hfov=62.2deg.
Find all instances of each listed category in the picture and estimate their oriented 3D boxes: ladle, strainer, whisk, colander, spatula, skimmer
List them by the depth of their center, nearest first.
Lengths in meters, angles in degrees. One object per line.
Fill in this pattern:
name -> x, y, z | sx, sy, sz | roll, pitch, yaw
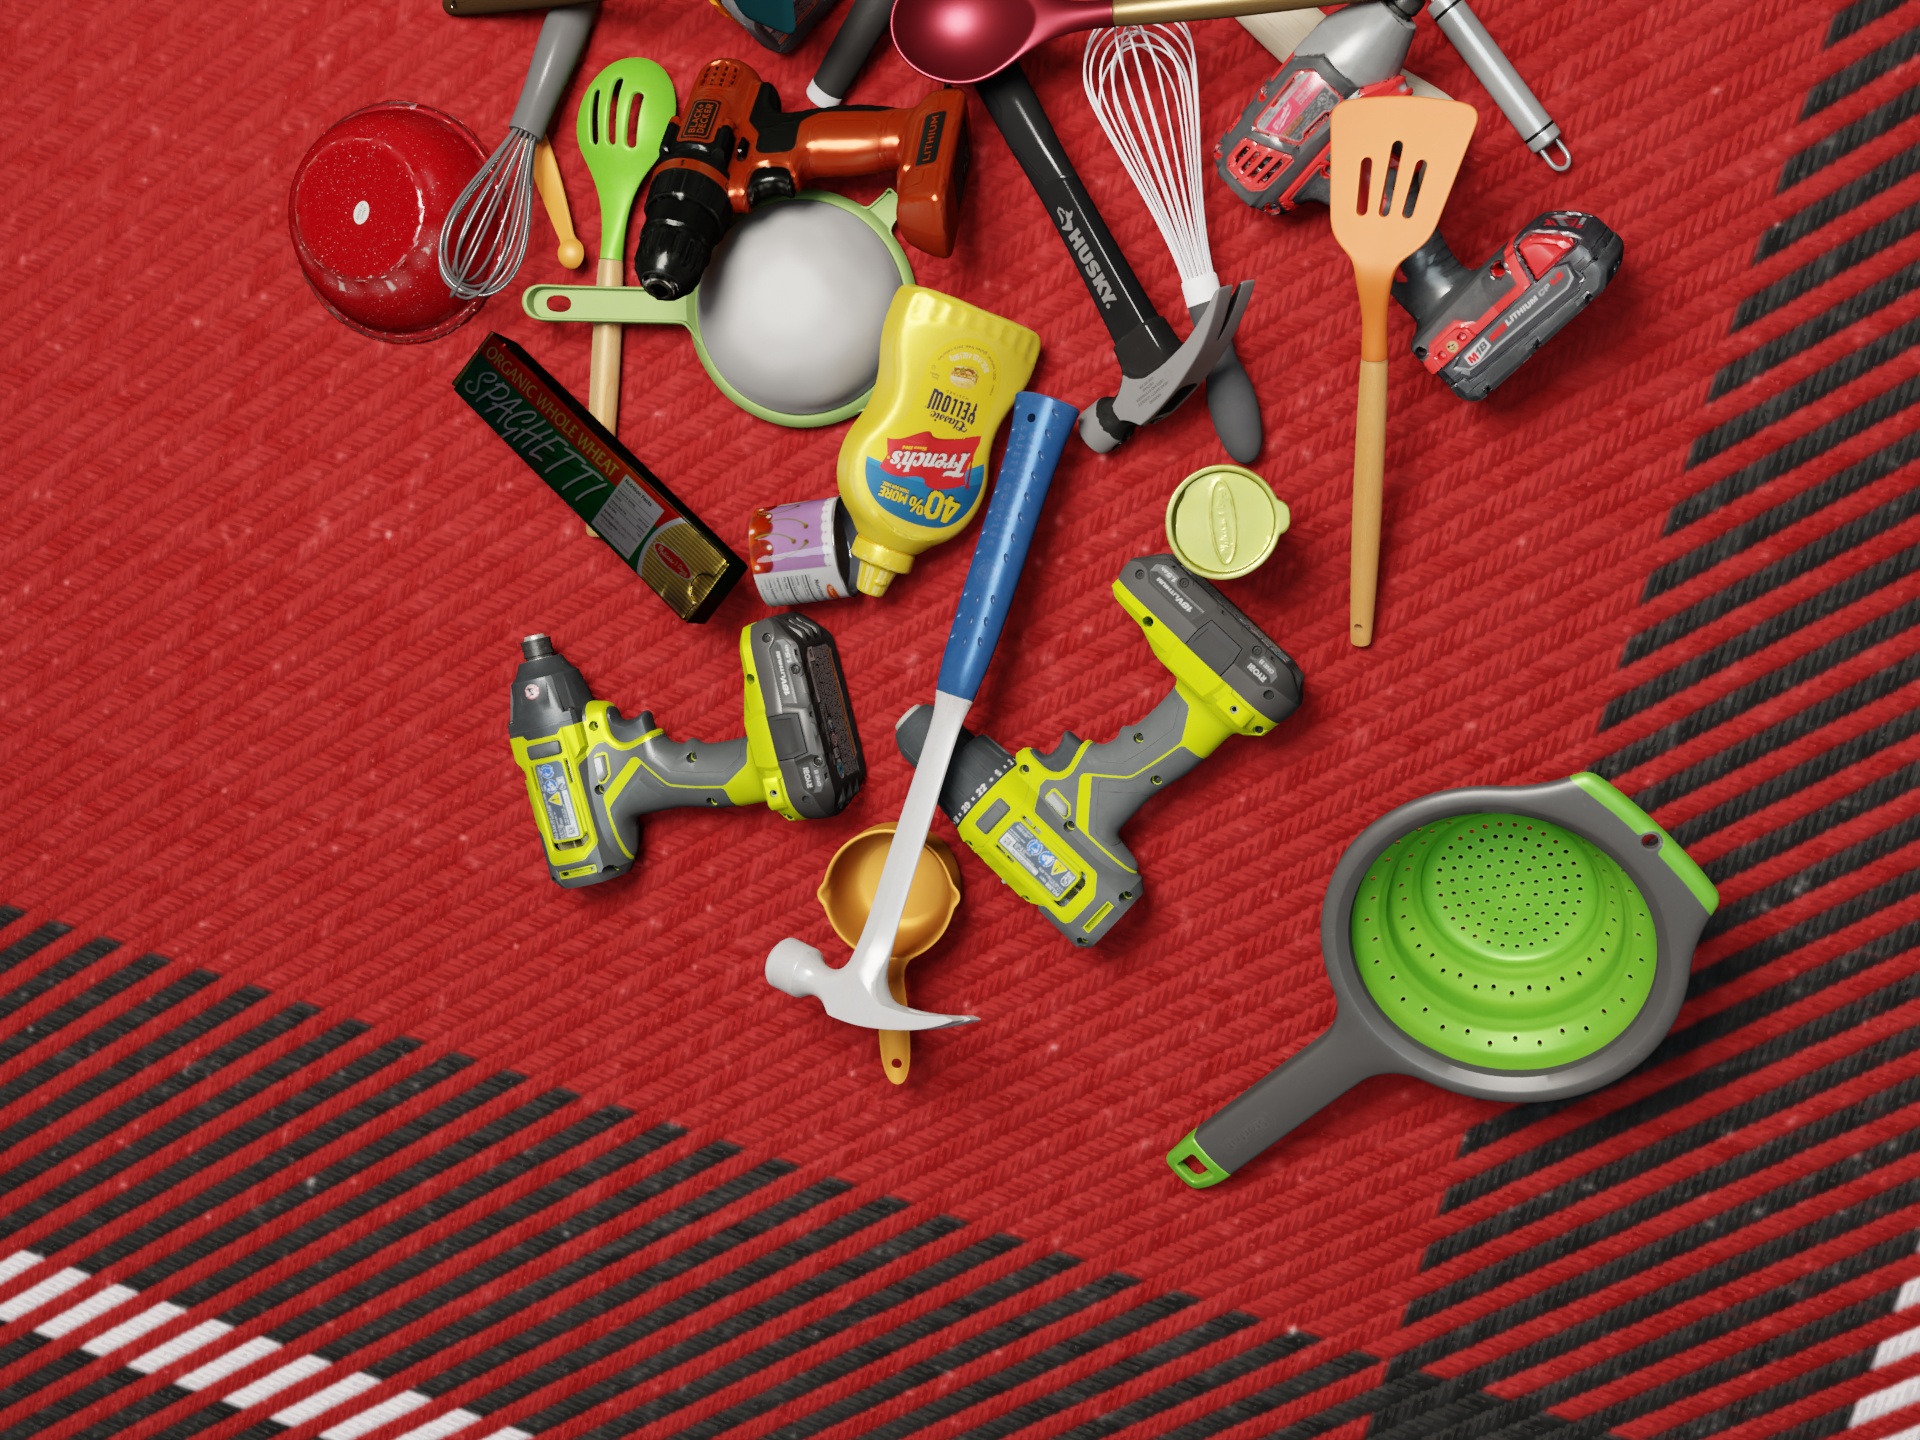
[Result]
skimmer -> -0.004, -0.493, 0.887 | 0.127, 0.090, 0.363 | 40, 126, -2
ladle -> 0.112, -0.403, 0.896 | 0.315, 0.031, 0.069 | 3, 100, 19
spatula -> 0.244, -0.191, 0.928 | 0.081, 0.041, 0.322 | 14, 126, 29
strainer -> 0.282, -0.430, 0.935 | 0.087, 0.050, 0.258 | -41, 95, -15
spatula -> -0.215, -0.449, 0.964 | 0.318, 0.044, 0.082 | 10, 121, 33
whisk -> 0.140, -0.295, 0.974 | 0.070, 0.070, 0.284 | -16, 99, 12
colander -> 0.278, 0.170, 1.000 | 0.204, 0.094, 0.397 | 45, 120, 2
strainer -> -0.157, -0.264, 1.007 | 0.256, 0.069, 0.151 | 2, 99, 2
whisk -> -0.281, -0.381, 1.027 | 0.055, 0.055, 0.239 | 20, 88, 7

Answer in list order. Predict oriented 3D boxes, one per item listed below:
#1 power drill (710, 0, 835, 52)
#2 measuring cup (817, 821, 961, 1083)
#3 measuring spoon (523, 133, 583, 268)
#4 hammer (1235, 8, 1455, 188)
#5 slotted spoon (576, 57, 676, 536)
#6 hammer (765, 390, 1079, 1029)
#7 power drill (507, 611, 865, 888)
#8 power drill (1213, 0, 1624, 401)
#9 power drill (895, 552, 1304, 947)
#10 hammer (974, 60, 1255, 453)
power drill -> -0.148, -0.548, 0.980 | 0.164, 0.084, 0.226 | -44, 84, 12
measuring cup -> -0.041, 0.152, 1.064 | 0.095, 0.052, 0.173 | -1, 99, 10
measuring spoon -> -0.274, -0.353, 1.051 | 0.021, 0.011, 0.117 | -23, 83, 30
hammer -> 0.140, -0.465, 0.961 | 0.410, 0.038, 0.146 | 46, 104, 2
slotted spoon -> -0.231, -0.279, 1.055 | 0.070, 0.031, 0.313 | 9, 100, 16
hammer -> -0.002, -0.003, 0.985 | 0.144, 0.035, 0.405 | 18, 91, 31
power drill -> -0.190, 0.008, 1.060 | 0.223, 0.080, 0.171 | -12, 95, 14
power drill -> 0.266, -0.305, 0.913 | 0.219, 0.078, 0.143 | 44, 128, 0
power drill -> 0.085, 0.005, 1.010 | 0.190, 0.080, 0.228 | 44, 104, 8
hammer -> 0.056, -0.340, 0.967 | 0.146, 0.035, 0.335 | -33, 83, 50
